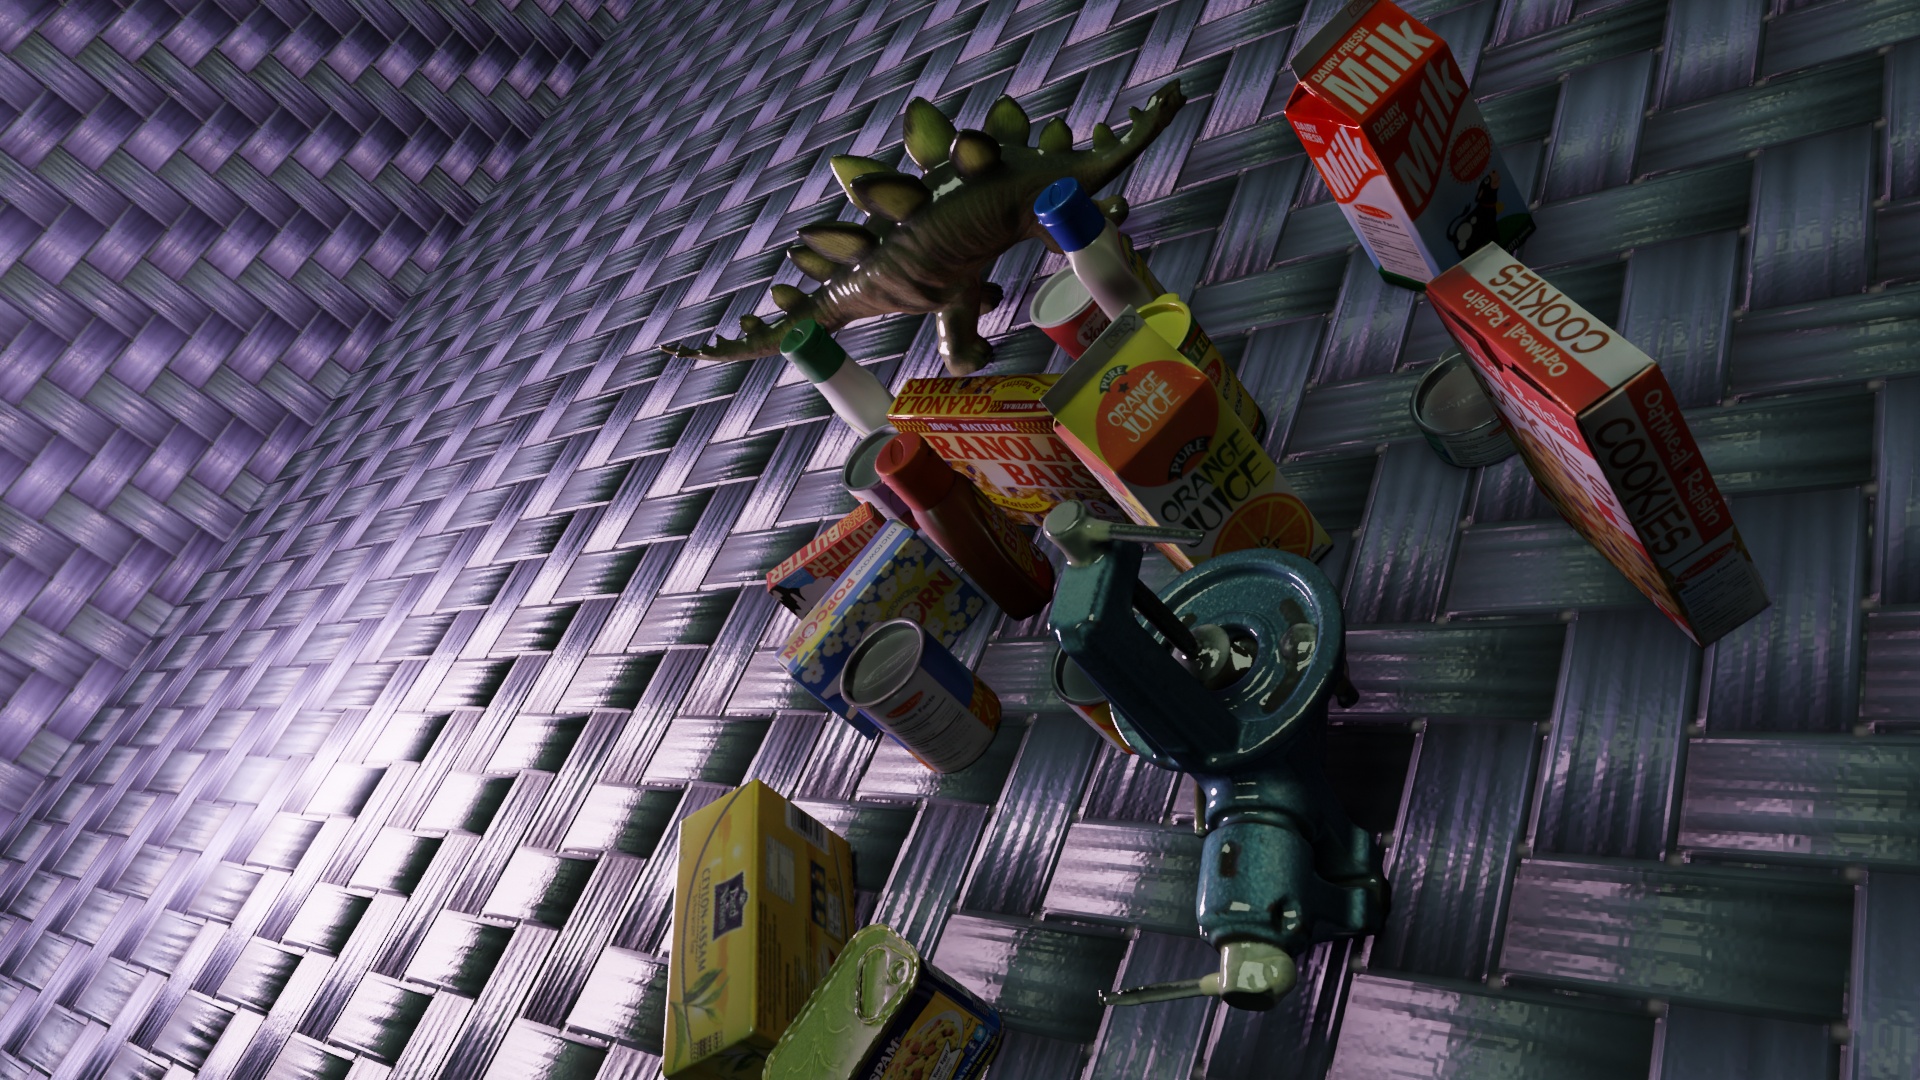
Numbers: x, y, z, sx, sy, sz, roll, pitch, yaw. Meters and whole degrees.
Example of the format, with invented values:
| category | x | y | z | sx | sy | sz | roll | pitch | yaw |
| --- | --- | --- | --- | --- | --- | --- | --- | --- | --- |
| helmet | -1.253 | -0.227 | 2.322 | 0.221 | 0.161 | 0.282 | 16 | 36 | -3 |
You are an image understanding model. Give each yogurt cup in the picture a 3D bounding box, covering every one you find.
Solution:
| category | x | y | z | sx | sy | sz | roll | pitch | yaw |
| --- | --- | --- | --- | --- | --- | --- | --- | --- | --- |
| yogurt cup | 0.095 | -0.173 | 1.064 | 0.072 | 0.054 | 0.073 | -28 | 37 | 24 |

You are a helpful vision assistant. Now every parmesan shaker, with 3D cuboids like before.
| category | x | y | z | sx | sy | sz | roll | pitch | yaw |
| --- | --- | --- | --- | --- | --- | --- | --- | --- | --- |
| parmesan shaker | 0.144 | -0.097 | 0.887 | 0.071 | 0.103 | 0.072 | -28 | 37 | 24 |

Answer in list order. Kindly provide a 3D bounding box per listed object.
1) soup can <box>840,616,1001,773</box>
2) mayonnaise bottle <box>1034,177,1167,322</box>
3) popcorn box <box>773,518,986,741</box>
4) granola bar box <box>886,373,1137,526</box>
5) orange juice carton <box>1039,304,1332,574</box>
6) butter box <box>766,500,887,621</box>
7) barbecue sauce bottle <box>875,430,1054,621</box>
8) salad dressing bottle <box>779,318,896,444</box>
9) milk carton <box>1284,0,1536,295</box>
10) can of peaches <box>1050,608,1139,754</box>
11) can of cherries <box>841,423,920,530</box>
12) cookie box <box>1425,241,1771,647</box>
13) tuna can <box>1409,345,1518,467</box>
| category | x | y | z | sx | sy | sz | roll | pitch | yaw |
| --- | --- | --- | --- | --- | --- | --- | --- | --- | --- |
| soup can | -0.025 | 0.096 | 0.876 | 0.071 | 0.083 | 0.072 | -28 | 37 | 24 |
| mayonnaise bottle | 0.108 | -0.192 | 0.986 | 0.041 | 0.147 | 0.065 | -27 | 38 | 25 |
| popcorn box | -0.054 | 0.060 | 0.944 | 0.127 | 0.085 | 0.038 | -50 | 34 | -8 |
| granola bar box | 0.045 | -0.057 | 0.930 | 0.165 | 0.124 | 0.039 | 5 | 58 | 49 |
| orange juice carton | 0.121 | -0.042 | 0.774 | 0.072 | 0.192 | 0.073 | -45 | 34 | 0 |
| butter box | -0.092 | 0.019 | 1.056 | 0.103 | 0.053 | 0.024 | -36 | 35 | 13 |
| barbecue sauce bottle | 0.003 | -0.011 | 0.903 | 0.043 | 0.148 | 0.065 | -34 | 35 | 17 |
| salad dressing bottle | -0.082 | -0.114 | 1.103 | 0.044 | 0.147 | 0.064 | -44 | 34 | 2 |
| milk carton | 0.263 | -0.237 | 0.833 | 0.072 | 0.190 | 0.073 | -46 | 34 | -2 |
| can of peaches | 0.096 | 0.079 | 0.791 | 0.071 | 0.058 | 0.071 | -28 | 37 | 24 |
| can of cherries | -0.047 | -0.049 | 1.077 | 0.071 | 0.058 | 0.072 | -28 | 37 | 24 |
| cookie box | 0.285 | -0.043 | 0.625 | 0.040 | 0.167 | 0.123 | -37 | 35 | 11 |
| tuna can | 0.289 | -0.077 | 0.777 | 0.071 | 0.032 | 0.071 | -28 | 37 | 24 |
